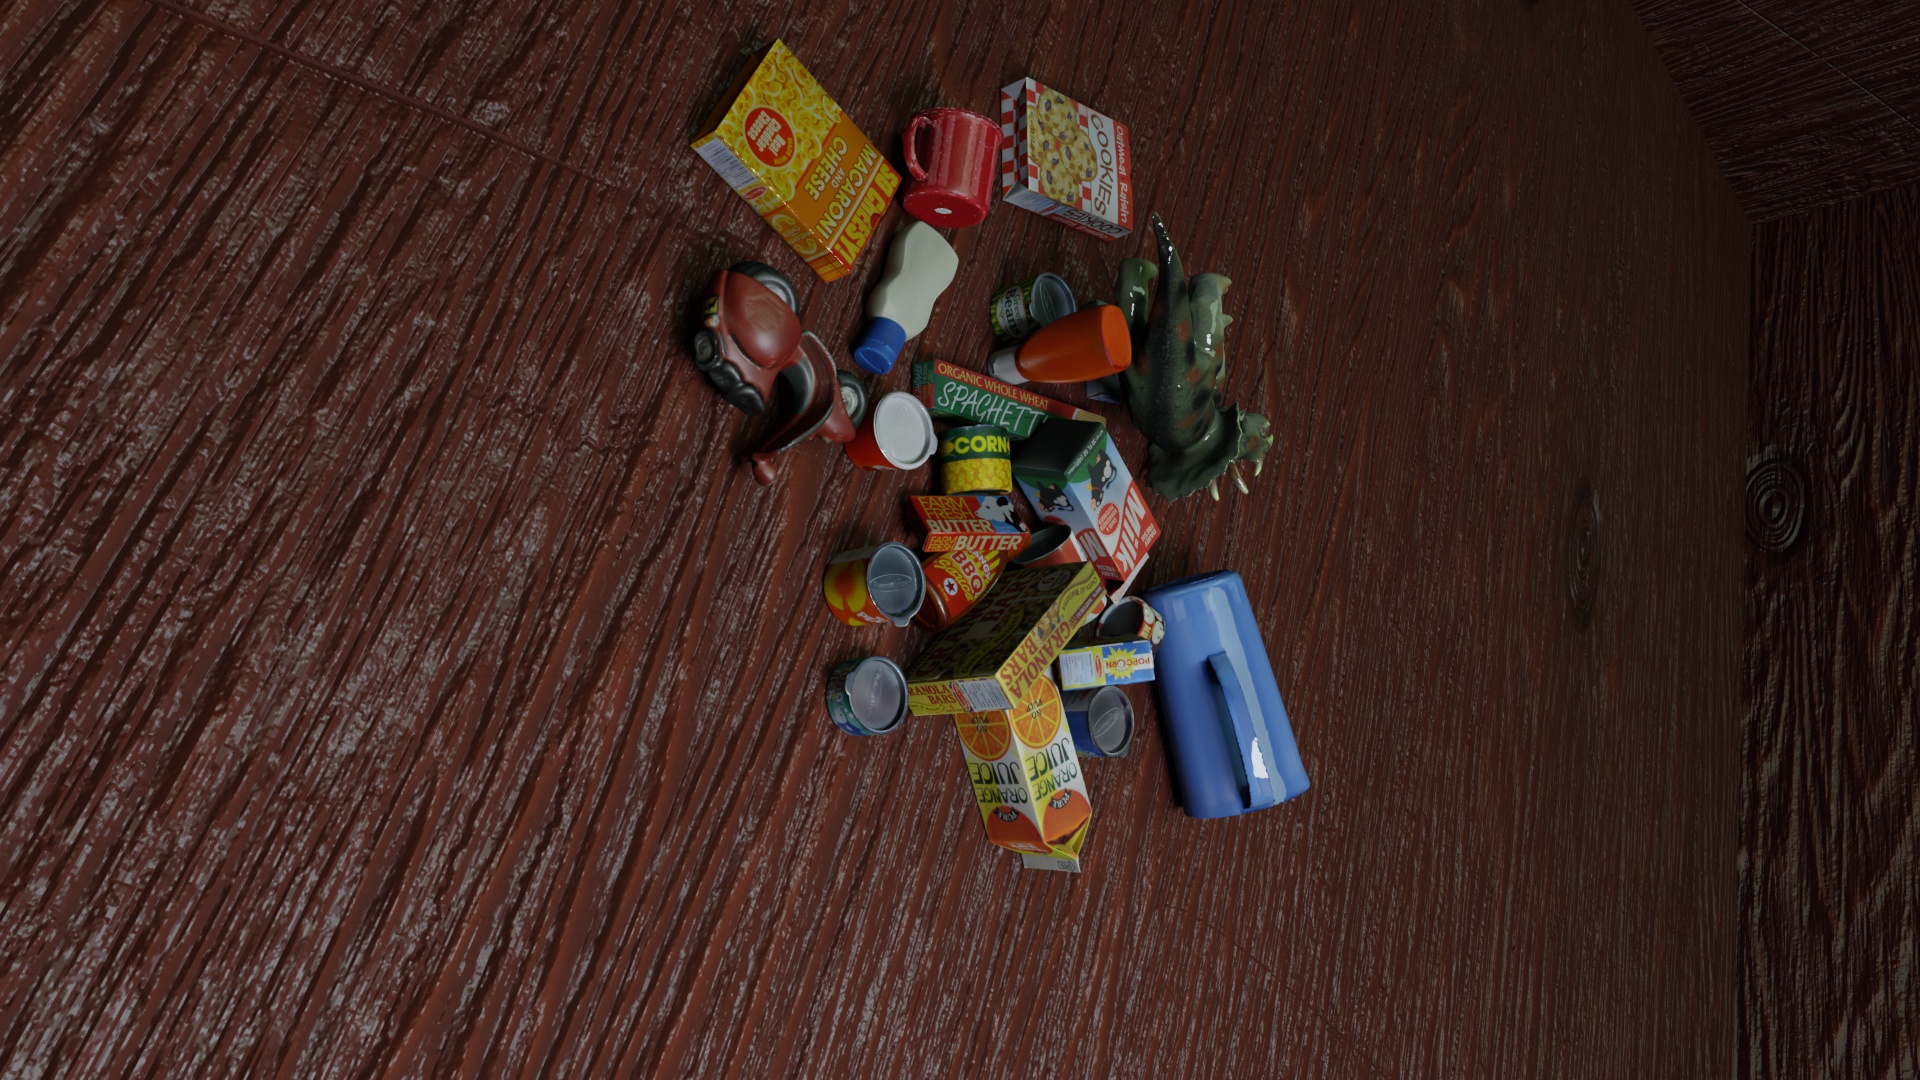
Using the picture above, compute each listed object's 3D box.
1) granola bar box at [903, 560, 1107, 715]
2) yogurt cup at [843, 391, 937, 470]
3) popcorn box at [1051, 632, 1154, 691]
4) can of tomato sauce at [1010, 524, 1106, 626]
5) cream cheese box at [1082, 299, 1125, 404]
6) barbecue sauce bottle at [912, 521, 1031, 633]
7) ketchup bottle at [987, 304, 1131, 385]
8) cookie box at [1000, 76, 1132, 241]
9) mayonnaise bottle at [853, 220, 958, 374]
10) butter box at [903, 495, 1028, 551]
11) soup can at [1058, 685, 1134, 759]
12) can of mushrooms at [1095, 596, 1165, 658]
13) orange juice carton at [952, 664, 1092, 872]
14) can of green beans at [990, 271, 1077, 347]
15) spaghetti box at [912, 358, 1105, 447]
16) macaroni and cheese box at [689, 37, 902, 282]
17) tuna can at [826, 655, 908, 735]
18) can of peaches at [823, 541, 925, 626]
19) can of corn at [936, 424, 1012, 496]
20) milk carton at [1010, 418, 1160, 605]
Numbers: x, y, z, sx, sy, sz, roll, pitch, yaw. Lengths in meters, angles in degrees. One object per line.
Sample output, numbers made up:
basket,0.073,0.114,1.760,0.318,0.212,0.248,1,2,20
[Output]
granola bar box,0.036,0.085,1.223,0.166,0.124,0.039,-47,115,-40
yogurt cup,-0.065,-0.091,1.205,0.072,0.054,0.072,11,74,-44
popcorn box,0.129,0.112,1.295,0.085,0.126,0.038,-6,89,-1
can of tomato sauce,0.092,0.038,1.331,0.071,0.071,0.083,-46,115,-40
cream cheese box,0.157,-0.199,1.472,0.053,0.024,0.104,8,77,-44
barbecue sauce bottle,0.008,0.024,1.264,0.149,0.043,0.065,-35,97,-44
ketchup bottle,0.090,-0.176,1.311,0.044,0.148,0.064,-11,91,-46
cookie box,0.114,-0.397,1.457,0.167,0.040,0.123,9,76,-44
mayonnaise bottle,-0.053,-0.217,1.254,0.064,0.041,0.149,42,56,-30
butter box,0.004,-0.016,1.246,0.104,0.024,0.053,-1,42,-30
soup can,0.112,0.174,1.310,0.071,0.083,0.071,10,75,-44
can of mushrooms,0.171,0.093,1.397,0.033,0.071,0.071,37,58,-34
orange juice carton,0.058,0.209,1.258,0.073,0.071,0.192,-20,96,-45
can of green beans,0.072,-0.225,1.367,0.071,0.057,0.071,11,75,-44
spaghetti box,0.052,-0.121,1.348,0.250,0.028,0.050,13,74,-43
macaroni and cheese box,-0.135,-0.323,1.190,0.166,0.040,0.124,43,55,-31
tuna can,-0.080,0.129,1.162,0.071,0.032,0.071,11,74,-44
can of peaches,-0.073,0.040,1.169,0.071,0.058,0.071,11,75,-45
can of corn,0.014,-0.071,1.270,0.071,0.071,0.058,2,82,-45
milk carton,0.132,-0.025,1.360,0.072,0.073,0.190,-52,128,-25
